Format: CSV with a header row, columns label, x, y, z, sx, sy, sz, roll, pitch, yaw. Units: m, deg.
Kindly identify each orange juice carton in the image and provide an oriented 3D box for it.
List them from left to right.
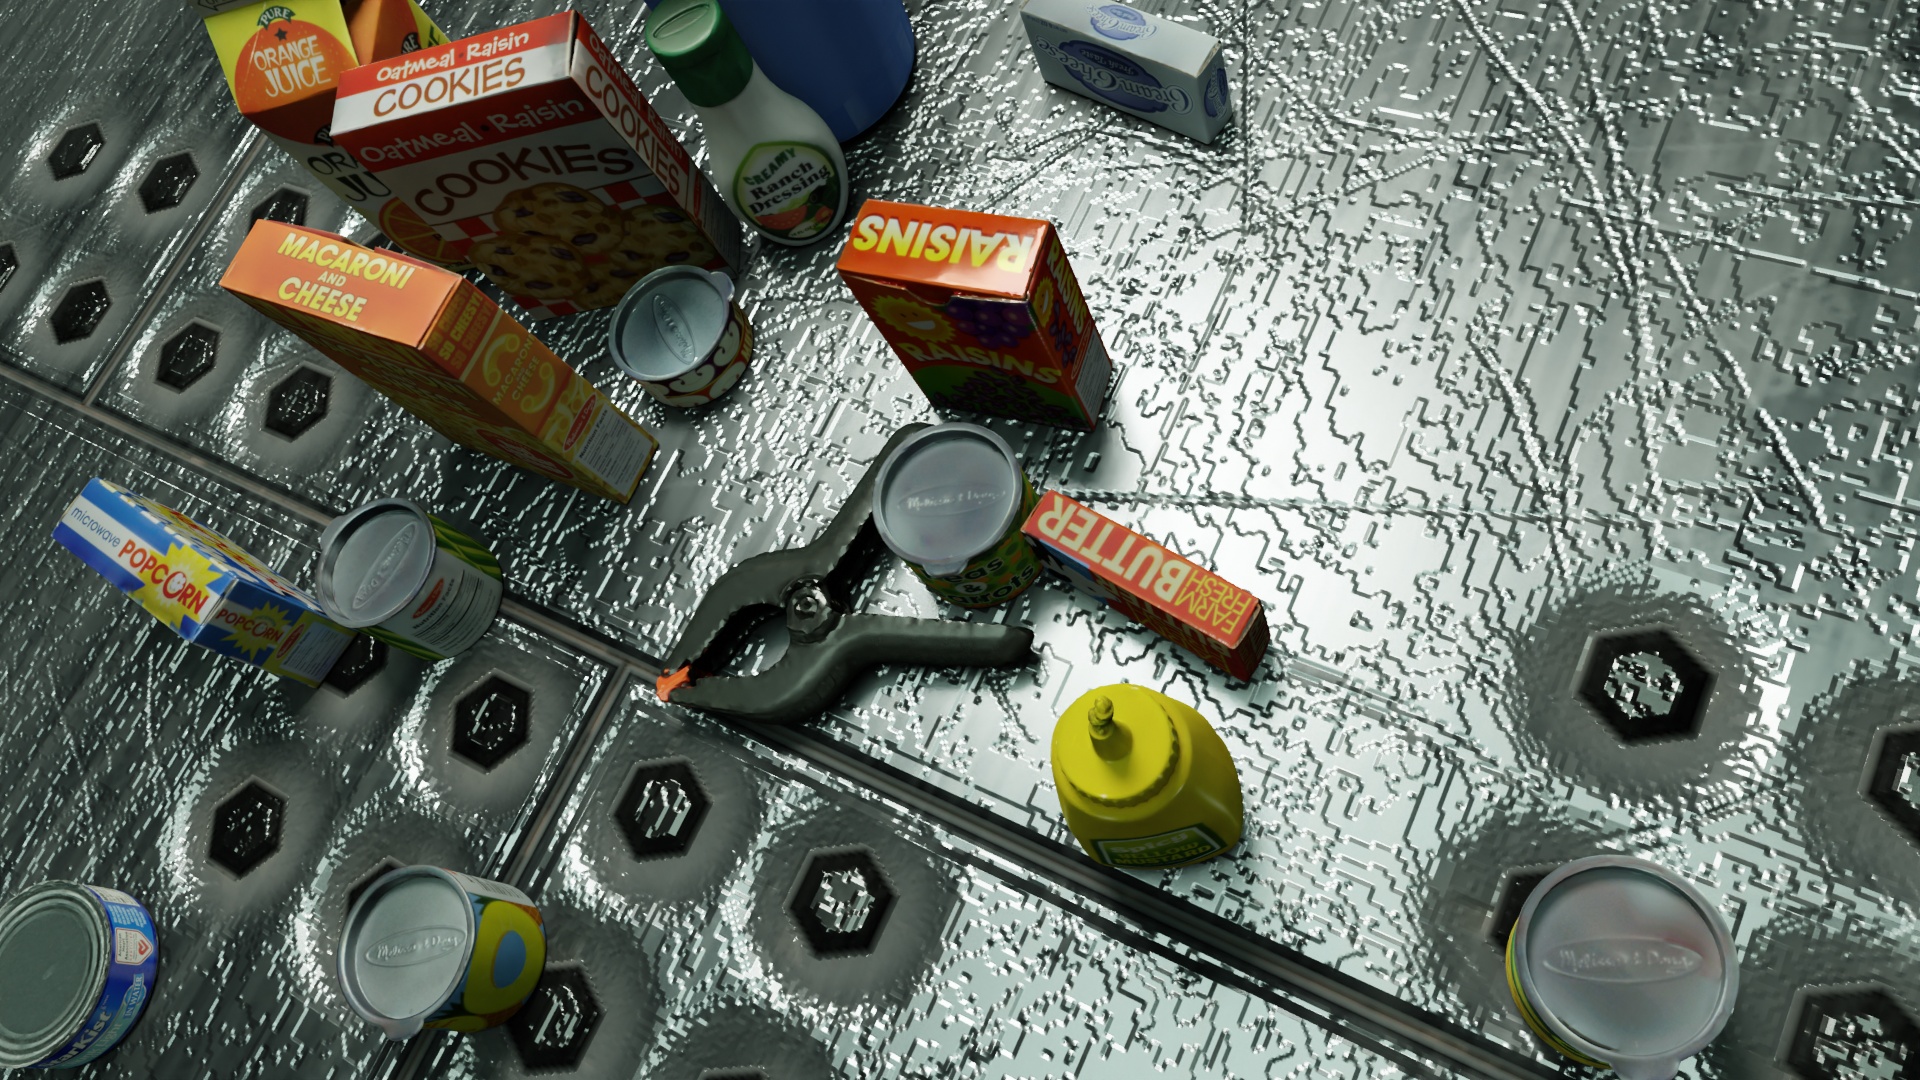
label,x,y,z,sx,sy,sz,roll,pitch,yaw
orange juice carton,-0.297,-0.222,0.715,0.072,0.192,0.073,-9,66,14

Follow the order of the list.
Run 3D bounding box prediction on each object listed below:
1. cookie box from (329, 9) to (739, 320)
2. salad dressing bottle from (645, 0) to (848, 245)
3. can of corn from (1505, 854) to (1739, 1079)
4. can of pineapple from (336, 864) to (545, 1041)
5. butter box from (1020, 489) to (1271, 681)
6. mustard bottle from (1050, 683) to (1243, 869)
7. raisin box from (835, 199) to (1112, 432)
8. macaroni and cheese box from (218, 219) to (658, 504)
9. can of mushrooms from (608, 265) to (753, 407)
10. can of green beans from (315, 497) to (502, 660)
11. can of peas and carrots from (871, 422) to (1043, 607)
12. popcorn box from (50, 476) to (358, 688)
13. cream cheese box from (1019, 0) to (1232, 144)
label,x,y,z,sx,sy,sz,roll,pitch,yaw
cookie box,-0.199,-0.176,0.679,0.123,0.167,0.040,-9,67,15
salad dressing bottle,-0.101,-0.200,0.669,0.064,0.147,0.044,-27,63,6
can of corn,0.222,0.147,0.472,0.071,0.058,0.071,-6,67,15
can of pineapple,-0.224,0.179,0.601,0.071,0.057,0.071,-6,67,15
butter box,0.077,0.018,0.574,0.103,0.053,0.024,29,80,26
mustard bottle,0.062,0.083,0.492,0.065,0.160,0.049,-13,66,13
raisin box,0.010,-0.095,0.603,0.086,0.123,0.040,13,74,22
macaroni and cheese box,-0.237,-0.081,0.652,0.124,0.166,0.040,18,75,23
can of mushrooms,-0.139,-0.105,0.706,0.071,0.033,0.071,-6,67,15
can of green beans,-0.269,0.020,0.682,0.071,0.057,0.071,-6,67,15
can of peas and carrots,0.002,-0.008,0.606,0.071,0.058,0.071,-6,67,15
popcorn box,-0.381,0.021,0.702,0.127,0.085,0.038,27,79,25
cream cheese box,0.081,-0.234,0.677,0.104,0.053,0.024,31,81,26
